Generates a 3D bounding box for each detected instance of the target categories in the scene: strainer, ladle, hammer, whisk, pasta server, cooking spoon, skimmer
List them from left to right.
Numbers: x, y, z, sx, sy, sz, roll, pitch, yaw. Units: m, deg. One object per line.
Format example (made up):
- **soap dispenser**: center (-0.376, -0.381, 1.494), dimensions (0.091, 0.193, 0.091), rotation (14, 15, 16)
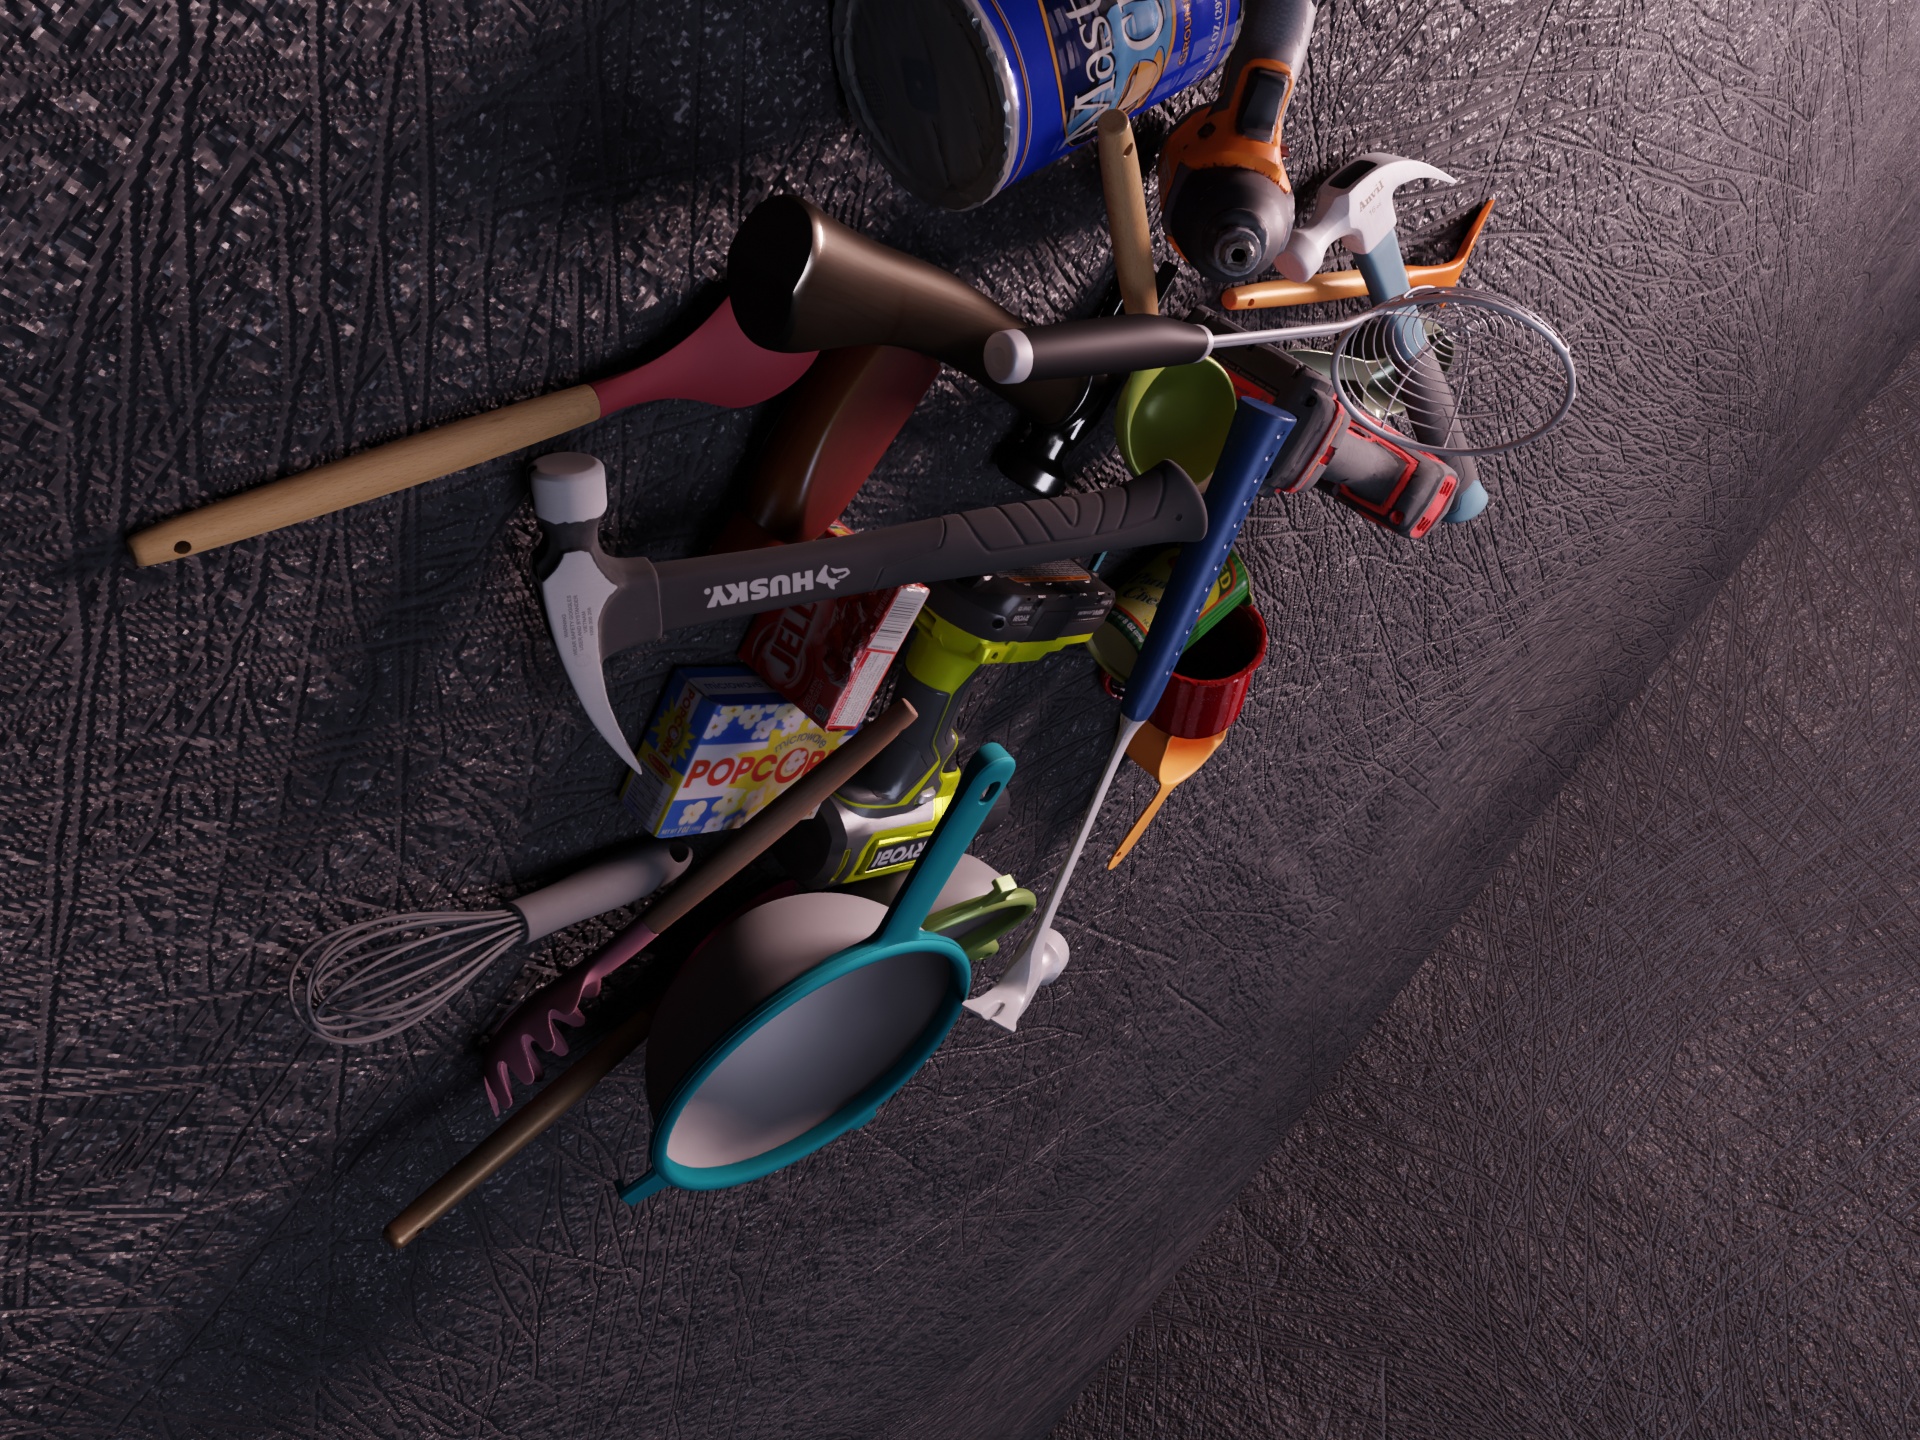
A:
- **whisk**: center (-0.225, 0.099, 0.799), dimensions (0.239, 0.055, 0.055), rotation (-22, 141, -50)
- **ladle**: center (-0.171, -0.122, 0.635), dimensions (0.315, 0.031, 0.069), rotation (-29, 145, -33)
- **cooking spoon**: center (-0.199, 0.190, 0.919), dimensions (0.319, 0.017, 0.068), rotation (-39, 158, -40)
- **pasta server**: center (-0.143, 0.099, 0.860), dimensions (0.316, 0.040, 0.060), rotation (-40, 179, 4)
- **strainer**: center (-0.076, 0.121, 0.894), dimensions (0.211, 0.095, 0.340), rotation (-5, 134, -46)
- **hammer**: center (-0.030, -0.072, 0.750), dimensions (0.334, 0.035, 0.146), rotation (-12, 122, -23)
- **strainer**: center (-0.018, 0.134, 1.115), dimensions (0.151, 0.069, 0.256), rotation (-27, 165, 7)
- **hammer**: center (0.011, -0.180, 0.712), dimensions (0.146, 0.038, 0.410), rotation (-60, 166, 14)
- **hammer**: center (0.098, 0.007, 0.934), dimensions (0.405, 0.035, 0.144), rotation (-69, 167, 20)
- **ladle**: center (0.098, -0.196, 0.778), dimensions (0.078, 0.062, 0.320), rotation (-52, 164, -3)
- **skimmer**: center (0.164, -0.161, 0.781), dimensions (0.363, 0.090, 0.127), rotation (-14, 178, -37)
- **hammer**: center (0.307, -0.244, 1.080), dimensions (0.128, 0.033, 0.330), rotation (-48, 137, -7)

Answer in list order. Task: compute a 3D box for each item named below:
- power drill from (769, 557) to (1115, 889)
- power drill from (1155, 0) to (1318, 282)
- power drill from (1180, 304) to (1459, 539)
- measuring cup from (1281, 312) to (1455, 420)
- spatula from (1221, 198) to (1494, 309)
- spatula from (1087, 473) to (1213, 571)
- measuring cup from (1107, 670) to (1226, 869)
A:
- **power drill**: center (-0.002, -0.003, 0.968), dimensions (0.190, 0.080, 0.228), rotation (-8, 133, -51)
- **power drill**: center (0.149, -0.320, 0.739), dimensions (0.164, 0.084, 0.226), rotation (-84, -172, -55)
- **power drill**: center (0.216, -0.184, 1.015), dimensions (0.219, 0.143, 0.078), rotation (8, 118, -51)
- **measuring cup**: center (0.276, -0.258, 1.122), dimensions (0.167, 0.038, 0.083), rotation (-2, 141, -33)
- **spatula**: center (0.277, -0.302, 1.079), dimensions (0.322, 0.041, 0.081), rotation (-18, 139, -39)
- **spatula**: center (0.173, -0.155, 1.075), dimensions (0.317, 0.044, 0.082), rotation (-24, 152, -42)
- **measuring cup**: center (0.146, 0.036, 1.253), dimensions (0.095, 0.052, 0.173), rotation (0, 125, -56)
